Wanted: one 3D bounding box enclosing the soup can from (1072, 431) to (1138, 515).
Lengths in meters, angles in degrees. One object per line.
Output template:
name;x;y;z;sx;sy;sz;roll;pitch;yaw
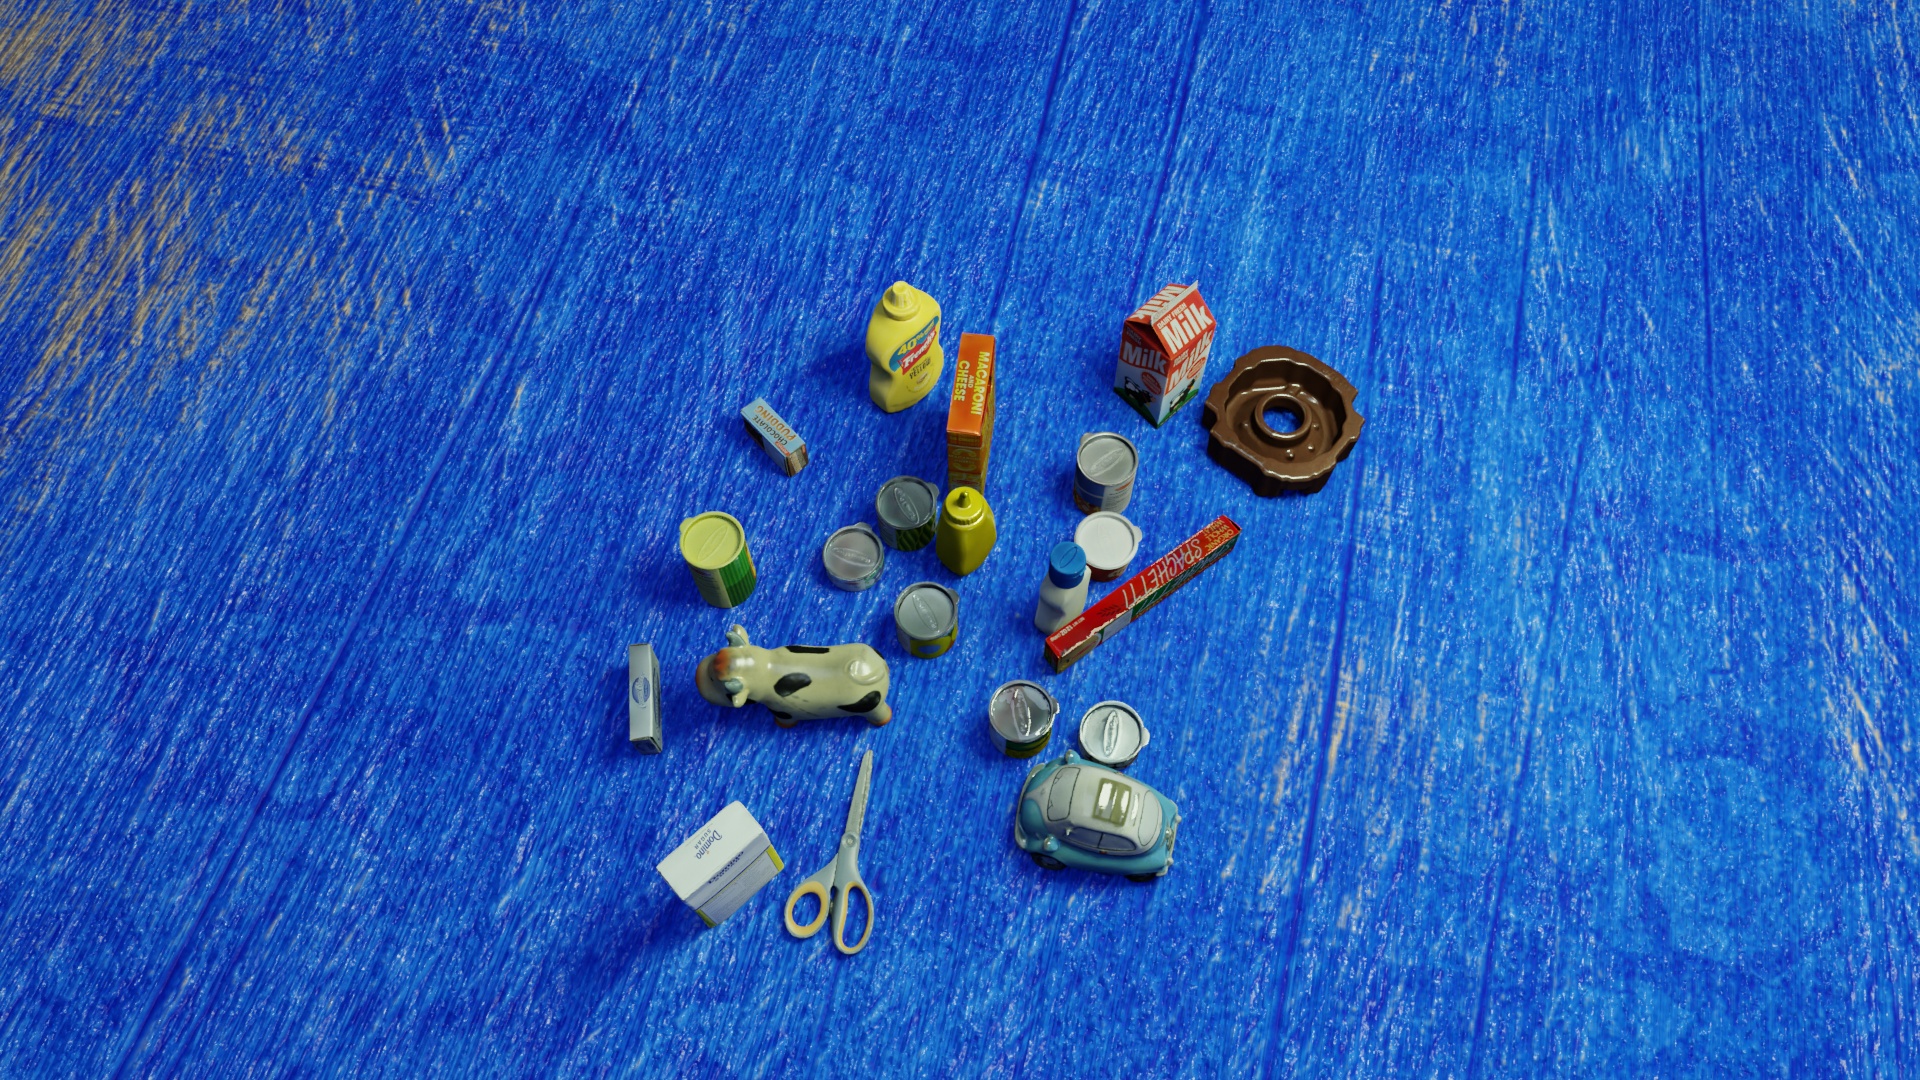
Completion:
soup can;0.156;-0.072;1.521;0.071;0.083;0.071;0;64;0

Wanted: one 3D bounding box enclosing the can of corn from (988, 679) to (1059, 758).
can of corn;0.064;0.182;1.411;0.071;0.058;0.071;0;64;0

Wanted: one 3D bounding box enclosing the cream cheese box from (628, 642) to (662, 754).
cream cheese box;-0.323;0.163;1.425;0.024;0.053;0.104;-6;64;-3

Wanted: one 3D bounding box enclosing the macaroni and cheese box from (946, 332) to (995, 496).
macaroni and cheese box;0.013;-0.127;1.503;0.040;0.165;0.124;7;64;4

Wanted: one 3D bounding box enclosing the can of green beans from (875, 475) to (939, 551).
can of green beans;-0.058;-0.029;1.515;0.071;0.057;0.071;0;64;0

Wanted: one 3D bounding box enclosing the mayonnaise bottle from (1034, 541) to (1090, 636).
mayonnaise bottle;0.106;0.048;1.427;0.041;0.147;0.065;34;69;16

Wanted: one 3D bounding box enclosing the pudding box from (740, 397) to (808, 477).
pudding box;-0.209;-0.116;1.564;0.030;0.049;0.084;-39;70;-17

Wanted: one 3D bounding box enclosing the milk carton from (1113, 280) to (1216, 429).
milk carton;0.225;-0.211;1.530;0.072;0.189;0.073;-40;70;-17

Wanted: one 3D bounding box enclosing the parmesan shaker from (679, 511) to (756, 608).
parmesan shaker;-0.256;0.020;1.467;0.071;0.102;0.071;0;64;0

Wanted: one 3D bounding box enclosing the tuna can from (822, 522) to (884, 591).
tuna can;-0.115;0.018;1.506;0.071;0.032;0.071;0;64;0

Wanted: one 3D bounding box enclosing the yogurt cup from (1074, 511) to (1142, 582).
yogurt cup;0.155;0.010;1.497;0.072;0.053;0.072;0;64;0

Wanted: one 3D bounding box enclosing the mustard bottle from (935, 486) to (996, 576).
mustard bottle;0.005;-0.018;1.453;0.049;0.159;0.065;38;70;17

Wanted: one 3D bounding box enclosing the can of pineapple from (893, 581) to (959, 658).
can of pineapple;-0.034;0.084;1.459;0.071;0.057;0.071;0;64;0

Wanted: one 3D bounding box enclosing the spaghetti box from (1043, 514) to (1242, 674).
spaghetti box;0.194;0.056;1.476;0.251;0.050;0.029;-34;69;-15

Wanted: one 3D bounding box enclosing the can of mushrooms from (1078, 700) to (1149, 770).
can of mushrooms;0.155;0.200;1.415;0.071;0.033;0.071;0;64;0
